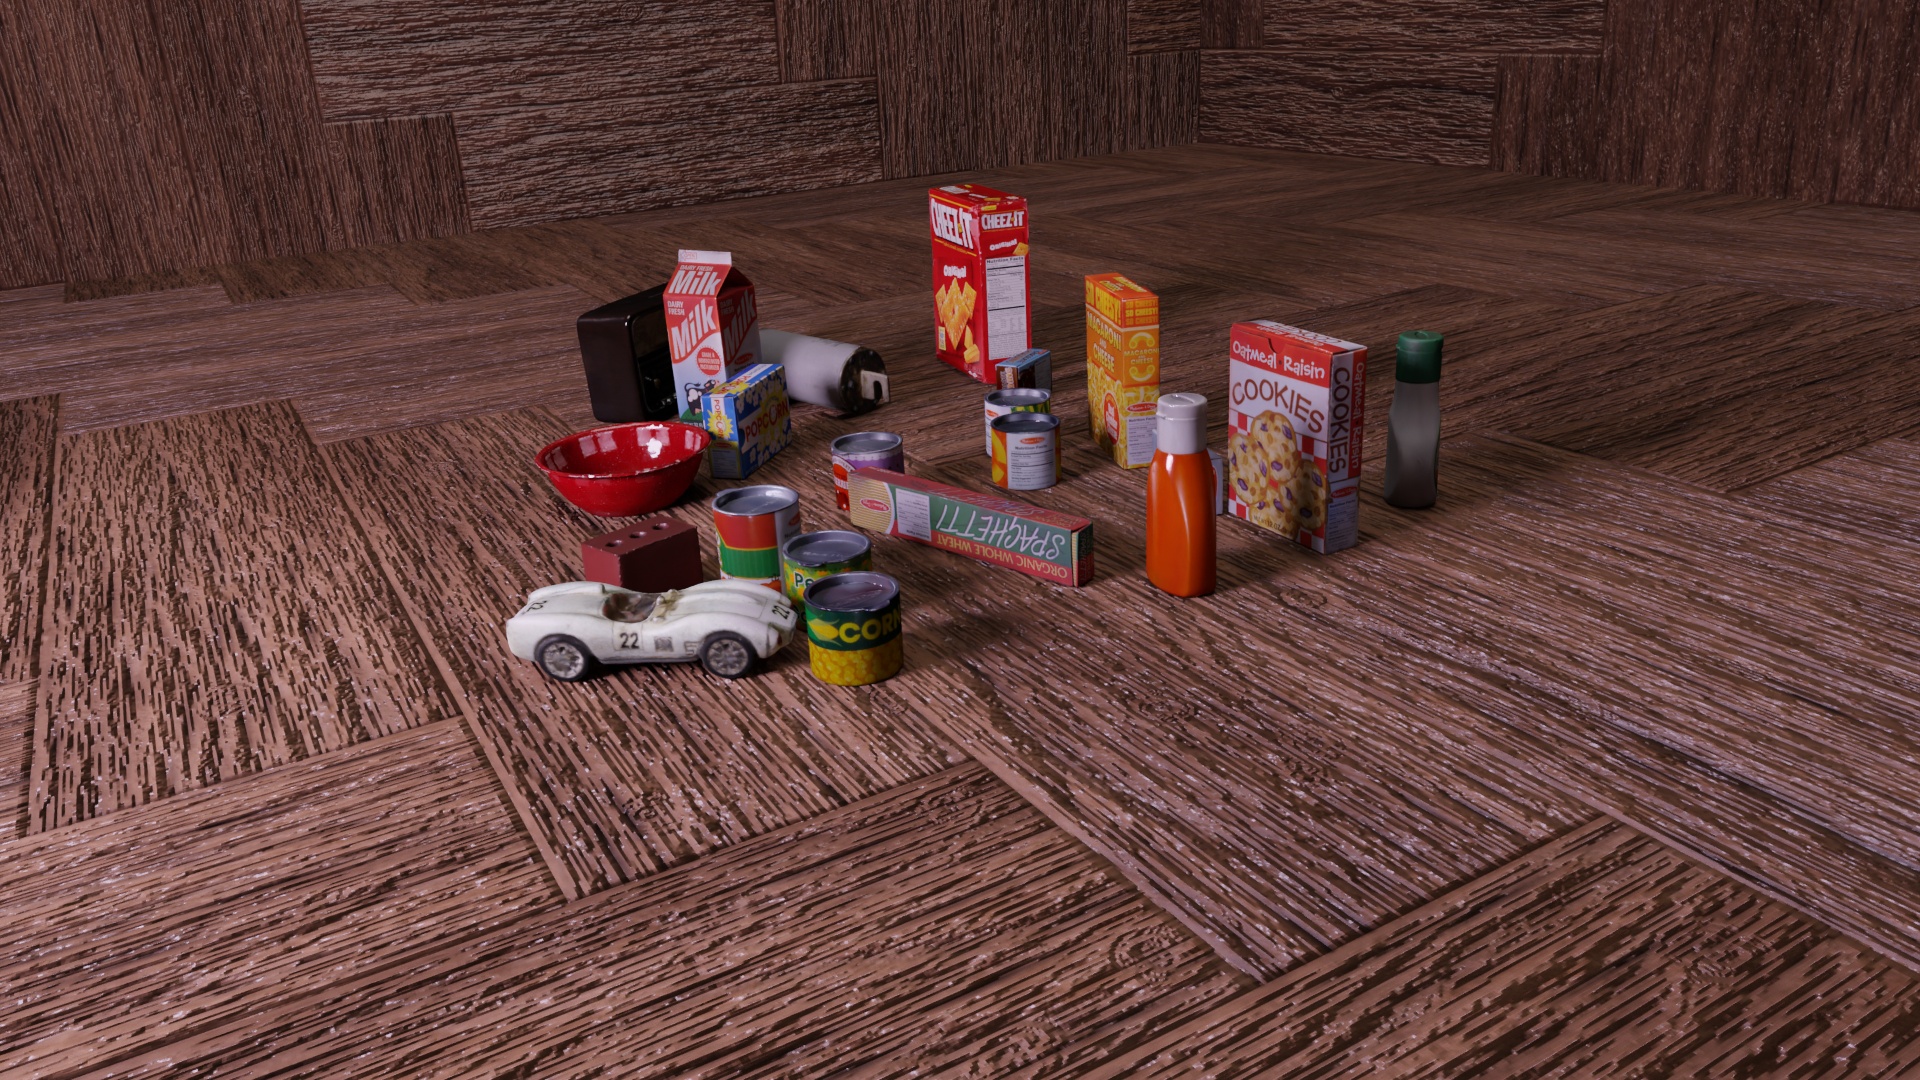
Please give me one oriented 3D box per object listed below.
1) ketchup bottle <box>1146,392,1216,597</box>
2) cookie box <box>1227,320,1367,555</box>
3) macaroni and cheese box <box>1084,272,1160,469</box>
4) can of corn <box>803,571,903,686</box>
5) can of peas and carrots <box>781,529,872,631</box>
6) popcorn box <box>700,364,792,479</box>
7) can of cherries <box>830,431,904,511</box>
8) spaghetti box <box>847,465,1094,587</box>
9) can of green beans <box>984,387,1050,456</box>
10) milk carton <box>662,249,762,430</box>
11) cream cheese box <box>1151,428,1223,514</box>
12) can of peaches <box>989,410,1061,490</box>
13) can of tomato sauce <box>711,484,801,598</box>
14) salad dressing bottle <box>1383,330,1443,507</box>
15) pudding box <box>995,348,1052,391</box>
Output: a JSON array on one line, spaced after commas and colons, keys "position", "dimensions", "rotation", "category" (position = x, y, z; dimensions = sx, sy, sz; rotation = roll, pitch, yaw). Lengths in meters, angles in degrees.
[{"position": [0.166, -0.035, 1.044], "dimensions": [0.044, 0.148, 0.065], "rotation": [-12, 23, -22], "category": "ketchup bottle"}, {"position": [0.272, -0.087, 1.137], "dimensions": [0.040, 0.166, 0.123], "rotation": [-14, 24, -25], "category": "cookie box"}, {"position": [0.158, -0.167, 1.355], "dimensions": [0.040, 0.165, 0.124], "rotation": [-7, 22, -10], "category": "macaroni and cheese box"}, {"position": [-0.072, 0.061, 0.956], "dimensions": [0.071, 0.058, 0.071], "rotation": [-3, 21, 1], "category": "can of corn"}, {"position": [-0.098, 0.031, 1.034], "dimensions": [0.071, 0.058, 0.071], "rotation": [-3, 21, 1], "category": "can of peas and carrots"}, {"position": [-0.213, -0.122, 1.399], "dimensions": [0.038, 0.085, 0.127], "rotation": [3, 22, 16], "category": "popcorn box"}, {"position": [-0.086, -0.063, 1.269], "dimensions": [0.071, 0.058, 0.072], "rotation": [-3, 21, 1], "category": "can of cherries"}, {"position": [0.004, -0.014, 1.147], "dimensions": [0.250, 0.050, 0.029], "rotation": [15, 28, 39], "category": "spaghetti box"}, {"position": [0.058, -0.116, 1.386], "dimensions": [0.071, 0.057, 0.071], "rotation": [-3, 21, 1], "category": "can of green beans"}, {"position": [-0.267, -0.220, 1.510], "dimensions": [0.072, 0.189, 0.074], "rotation": [8, 24, 26], "category": "milk carton"}, {"position": [0.201, -0.062, 1.237], "dimensions": [0.024, 0.053, 0.104], "rotation": [-9, 22, -14], "category": "cream cheese box"}, {"position": [0.062, -0.085, 1.307], "dimensions": [0.071, 0.057, 0.071], "rotation": [-3, 21, 1], "category": "can of peaches"}, {"position": [-0.156, 0.006, 1.072], "dimensions": [0.071, 0.082, 0.071], "rotation": [-3, 21, 1], "category": "can of tomato sauce"}, {"position": [0.389, -0.104, 1.189], "dimensions": [0.044, 0.147, 0.064], "rotation": [1, 22, 10], "category": "salad dressing bottle"}, {"position": [0.072, -0.183, 1.564], "dimensions": [0.030, 0.049, 0.084], "rotation": [9, 25, 29], "category": "pudding box"}]
